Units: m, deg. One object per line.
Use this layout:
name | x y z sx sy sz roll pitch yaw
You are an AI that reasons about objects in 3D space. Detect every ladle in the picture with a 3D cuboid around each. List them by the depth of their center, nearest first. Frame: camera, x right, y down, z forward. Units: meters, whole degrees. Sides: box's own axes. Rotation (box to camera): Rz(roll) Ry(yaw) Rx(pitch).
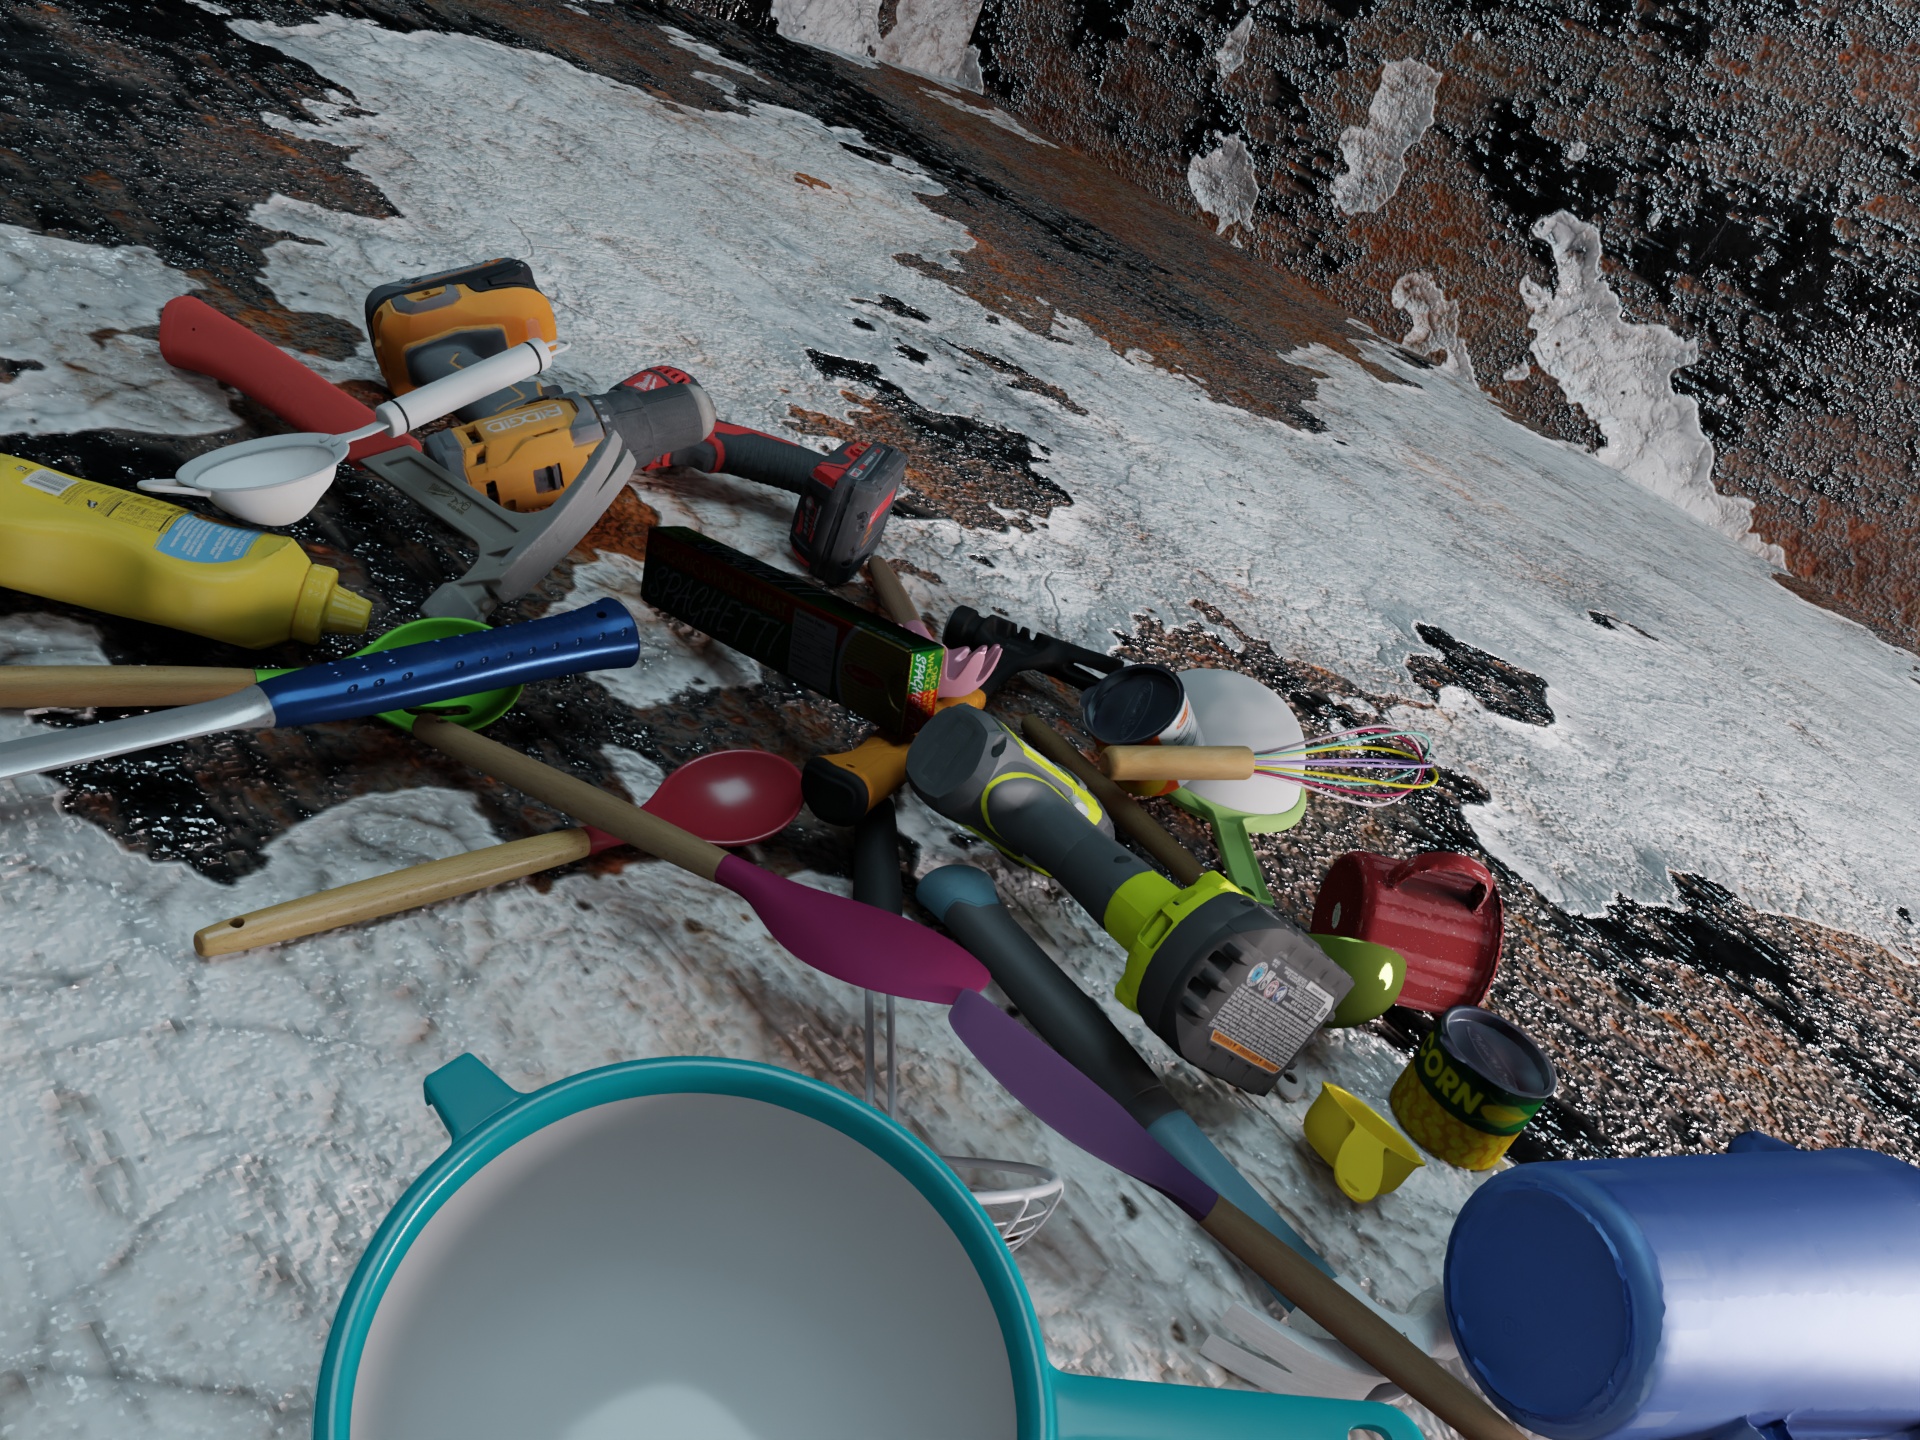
ladle | -0.198 0.063 0.746 0.069 0.031 0.315 37 32 30
ladle | 0.134 0.072 0.940 0.078 0.062 0.320 36 6 -45

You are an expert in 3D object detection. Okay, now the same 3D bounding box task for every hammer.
hammer | -0.319 0.000 0.708 0.405 0.035 0.144 -17 48 -43
hammer | 0.088 0.182 0.756 0.128 0.033 0.331 -4 39 -44
hammer | -0.002 -0.003 0.958 0.127 0.034 0.337 21 22 14
hammer | -0.364 -0.183 0.963 0.359 0.149 0.036 33 -16 26

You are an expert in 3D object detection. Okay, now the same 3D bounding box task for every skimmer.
skimmer | -0.033 0.110 0.721 0.127 0.090 0.364 3 30 -6

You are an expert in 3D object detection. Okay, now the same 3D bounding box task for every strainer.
strainer | -0.024 0.229 0.501 0.340 0.095 0.211 11 46 -14
strainer | -0.318 -0.160 0.874 0.087 0.050 0.258 22 45 38
strainer | 0.182 0.032 1.046 0.151 0.069 0.257 18 27 -11

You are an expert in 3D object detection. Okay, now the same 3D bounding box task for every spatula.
spatula | 0.120 0.215 0.644 0.316 0.018 0.060 38 16 2

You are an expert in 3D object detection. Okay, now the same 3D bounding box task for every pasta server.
pasta server | -0.032 -0.072 1.020 0.060 0.040 0.316 11 16 -14

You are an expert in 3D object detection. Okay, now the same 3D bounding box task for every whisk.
whisk | 0.199 0.027 0.996 0.245 0.051 0.047 1 56 -24

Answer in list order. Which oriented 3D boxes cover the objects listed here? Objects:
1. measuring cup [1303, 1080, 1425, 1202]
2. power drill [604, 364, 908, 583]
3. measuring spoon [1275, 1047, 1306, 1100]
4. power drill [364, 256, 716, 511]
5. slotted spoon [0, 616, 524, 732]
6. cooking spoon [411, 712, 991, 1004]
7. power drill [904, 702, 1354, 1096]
measuring cup | 0.180 0.207 0.737 0.062 0.029 0.156 38 10 15
power drill | -0.161 -0.185 1.151 0.219 0.078 0.143 23 28 3
measuring spoon | 0.184 0.164 0.875 0.034 0.018 0.124 24 29 0
power drill | -0.285 -0.226 1.068 0.185 0.084 0.226 -21 49 -22
slotted spoon | -0.363 -0.018 0.753 0.313 0.031 0.070 -2 61 -36
cooking spoon | -0.130 0.058 0.734 0.319 0.017 0.069 22 22 20
power drill | 0.086 0.088 0.822 0.223 0.080 0.171 40 3 41
